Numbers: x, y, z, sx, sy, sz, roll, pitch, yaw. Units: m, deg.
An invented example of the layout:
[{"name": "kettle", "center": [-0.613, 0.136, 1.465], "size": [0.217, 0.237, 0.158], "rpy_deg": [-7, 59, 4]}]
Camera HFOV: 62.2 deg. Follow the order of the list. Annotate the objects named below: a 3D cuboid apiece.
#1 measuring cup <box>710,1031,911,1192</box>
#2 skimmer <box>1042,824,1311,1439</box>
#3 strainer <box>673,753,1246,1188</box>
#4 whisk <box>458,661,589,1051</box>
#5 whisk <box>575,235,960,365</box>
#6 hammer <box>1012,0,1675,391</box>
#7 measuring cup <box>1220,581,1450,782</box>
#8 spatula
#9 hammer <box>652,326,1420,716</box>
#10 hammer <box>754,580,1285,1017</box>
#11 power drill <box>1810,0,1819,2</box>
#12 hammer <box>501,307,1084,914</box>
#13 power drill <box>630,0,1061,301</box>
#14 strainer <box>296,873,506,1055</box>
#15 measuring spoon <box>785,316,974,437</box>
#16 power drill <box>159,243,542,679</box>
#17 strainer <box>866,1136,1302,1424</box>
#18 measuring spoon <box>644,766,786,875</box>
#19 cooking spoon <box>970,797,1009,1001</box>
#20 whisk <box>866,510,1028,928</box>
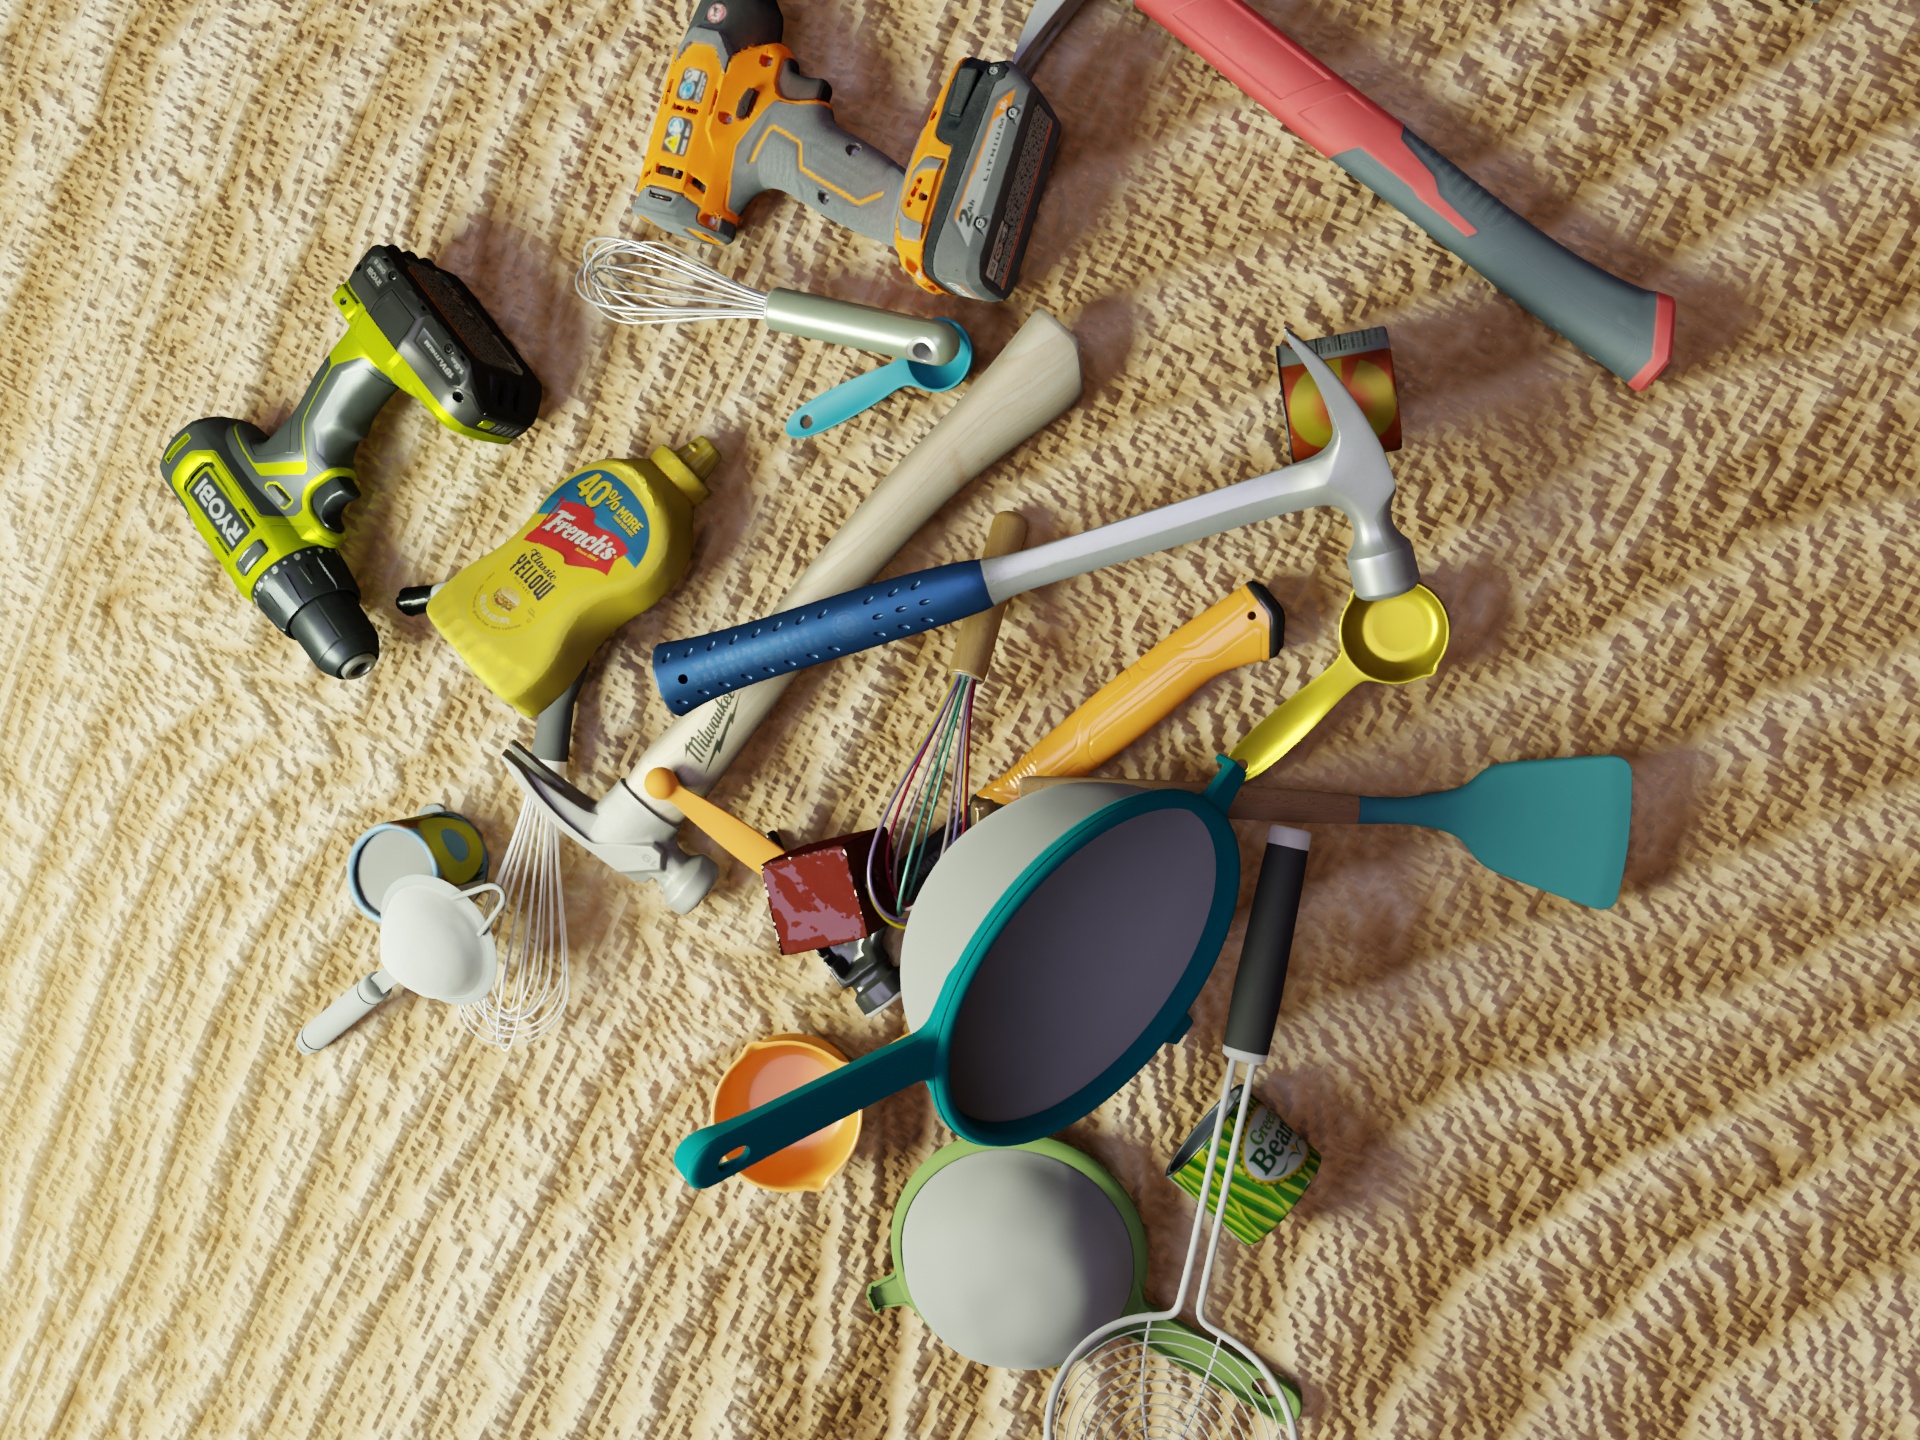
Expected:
[{"name": "measuring cup", "center": [-0.063, 0.210, 0.945], "size": [0.173, 0.052, 0.095], "rpy_deg": [-27, 88, -4]}, {"name": "skimmer", "center": [0.133, 0.232, 0.800], "size": [0.127, 0.090, 0.363], "rpy_deg": [12, 87, 8]}, {"name": "strainer", "center": [-0.008, 0.128, 0.795], "size": [0.095, 0.340, 0.210], "rpy_deg": [37, 134, 39]}, {"name": "whisk", "center": [-0.261, 0.063, 0.982], "size": [0.070, 0.070, 0.284], "rpy_deg": [9, 91, 14]}, {"name": "whisk", "center": [-0.114, -0.240, 0.920], "size": [0.246, 0.057, 0.059], "rpy_deg": [16, 53, 16]}, {"name": "hammer", "center": [0.206, -0.294, 0.845], "size": [0.386, 0.038, 0.143], "rpy_deg": [42, 103, 9]}, {"name": "measuring cup", "center": [0.202, -0.018, 0.875], "size": [0.062, 0.029, 0.156], "rpy_deg": [48, 115, 7]}, {"name": "spatula", "center": [0.189, 0.047, 0.855], "size": [0.317, 0.044, 0.082], "rpy_deg": [3, 102, 5]}, {"name": "hammer", "center": [0.023, -0.082, 0.841], "size": [0.405, 0.035, 0.144], "rpy_deg": [-16, 105, 14]}, {"name": "hammer", "center": [0.038, 0.027, 0.911], "size": [0.337, 0.034, 0.127], "rpy_deg": [-38, 85, 14]}, {"name": "power drill", "center": [0.370, -0.483, 0.773], "size": [0.185, 0.084, 0.226], "rpy_deg": [19, 102, 14]}, {"name": "hammer", "center": [-0.087, -0.076, 0.916], "size": [0.146, 0.038, 0.410], "rpy_deg": [40, 100, -14]}, {"name": "power drill", "center": [-0.065, -0.335, 0.892], "size": [0.226, 0.084, 0.164], "rpy_deg": [19, 97, 16]}, {"name": "strainer", "center": [-0.358, 0.164, 0.981], "size": [0.258, 0.050, 0.087], "rpy_deg": [-35, 93, 39]}, {"name": "measuring spoon", "center": [-0.046, -0.195, 0.931], "size": [0.128, 0.021, 0.042], "rpy_deg": [-21, 86, 24]}, {"name": "power drill", "center": [-0.370, -0.156, 0.979], "size": [0.228, 0.080, 0.191], "rpy_deg": [-42, 78, 15]}, {"name": "strainer", "center": [0.075, 0.338, 0.890], "size": [0.256, 0.069, 0.151], "rpy_deg": [28, 105, 5]}, {"name": "measuring spoon", "center": [-0.135, 0.066, 0.921], "size": [0.117, 0.011, 0.021], "rpy_deg": [36, 101, -3]}, {"name": "cooking spoon", "center": [0.022, 0.200, 0.915], "size": [0.069, 0.017, 0.319], "rpy_deg": [-1, 102, 12]}, {"name": "whisk", "center": [0.000, -0.002, 0.884], "size": [0.047, 0.051, 0.245], "rpy_deg": [11, 75, 18]}]
